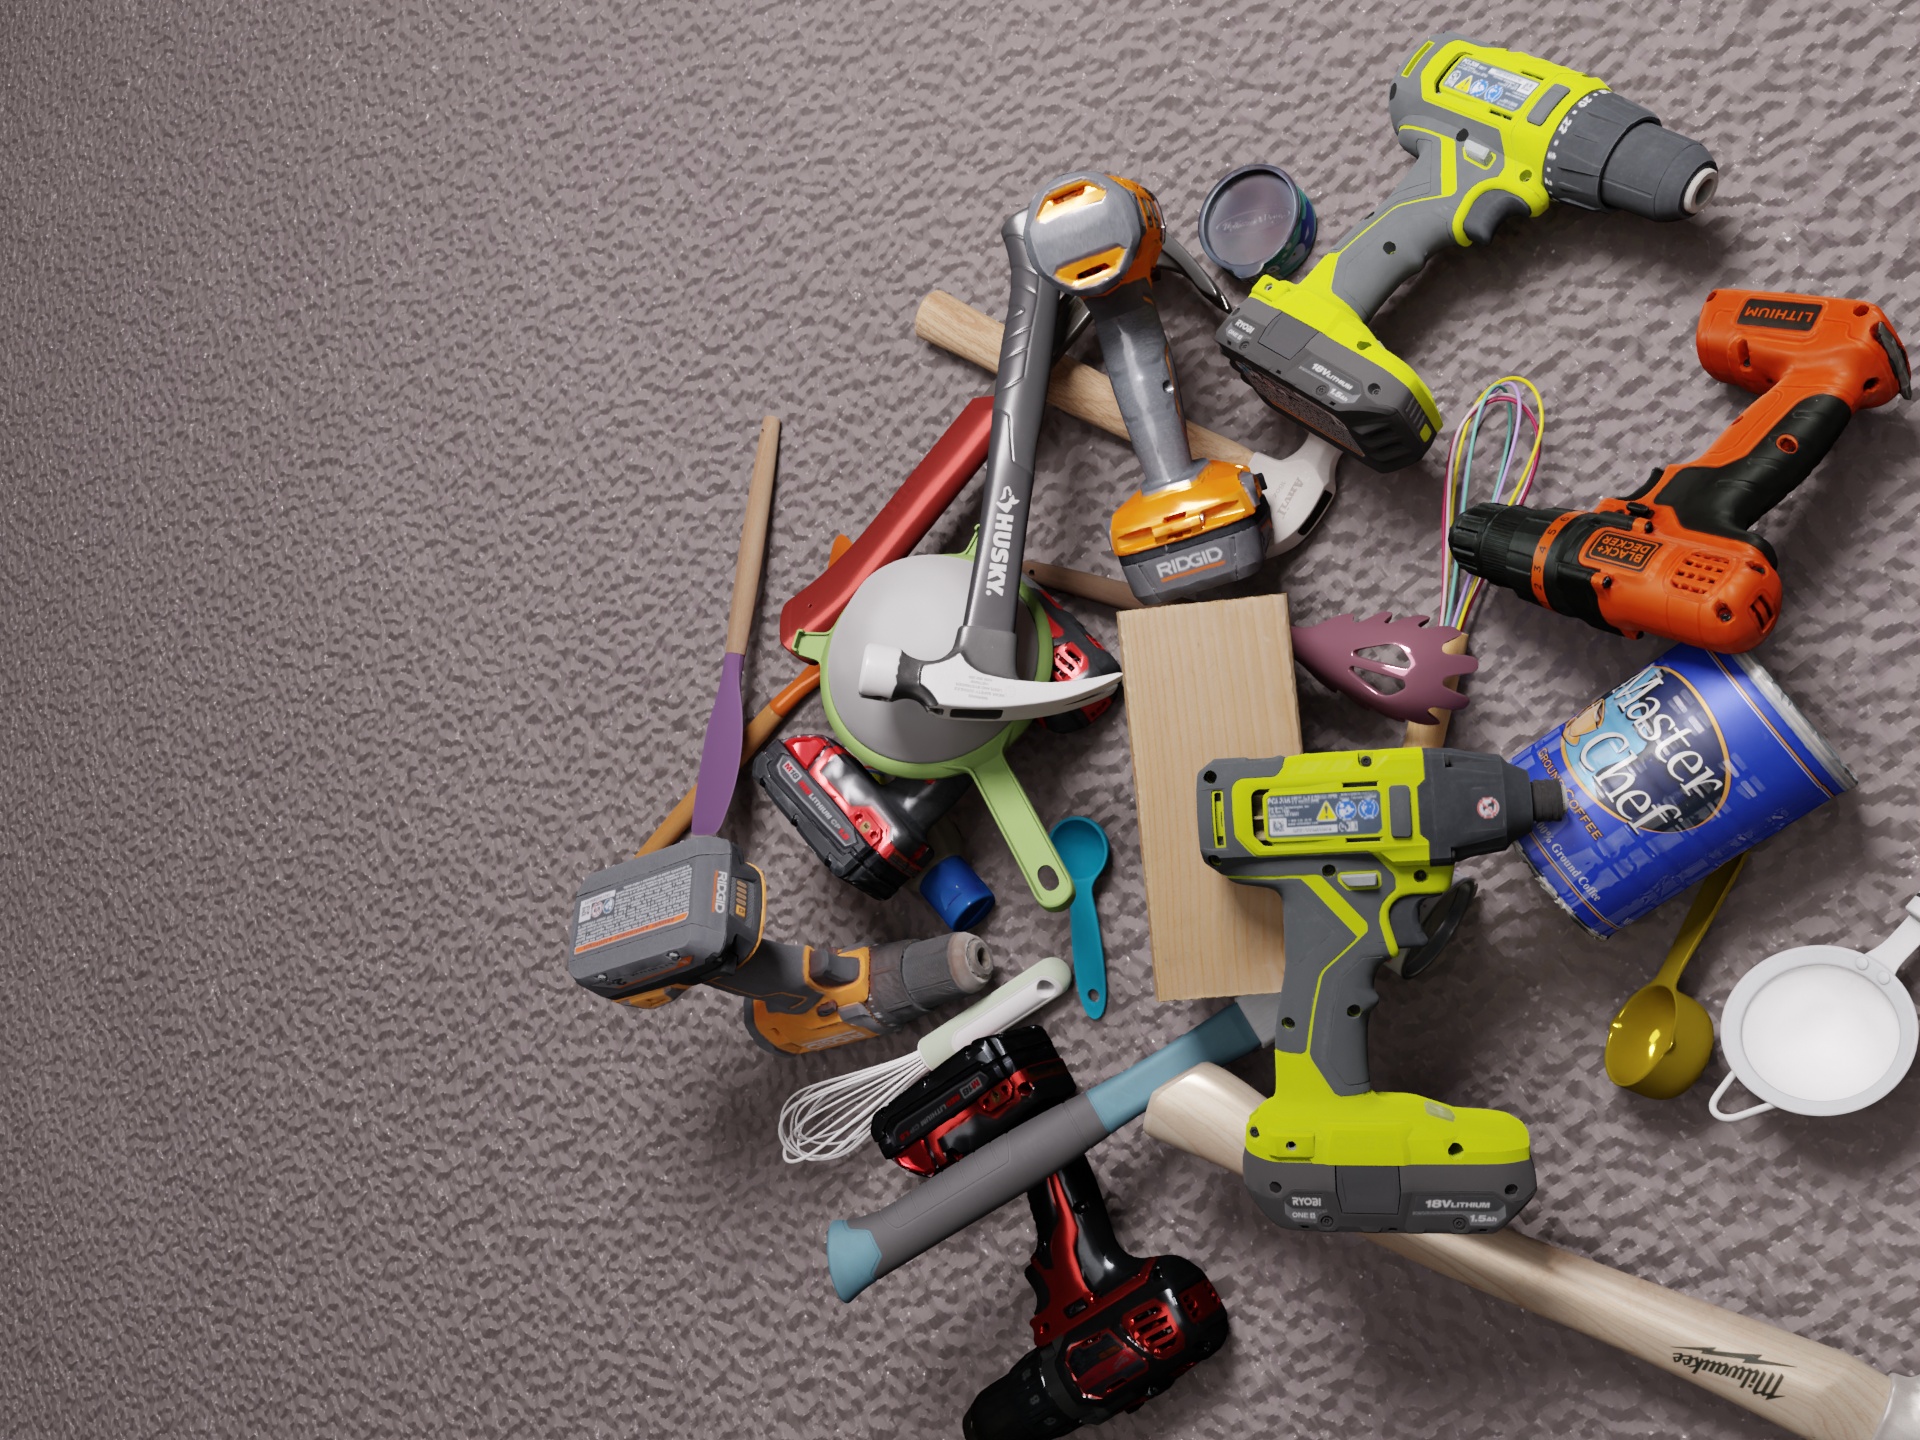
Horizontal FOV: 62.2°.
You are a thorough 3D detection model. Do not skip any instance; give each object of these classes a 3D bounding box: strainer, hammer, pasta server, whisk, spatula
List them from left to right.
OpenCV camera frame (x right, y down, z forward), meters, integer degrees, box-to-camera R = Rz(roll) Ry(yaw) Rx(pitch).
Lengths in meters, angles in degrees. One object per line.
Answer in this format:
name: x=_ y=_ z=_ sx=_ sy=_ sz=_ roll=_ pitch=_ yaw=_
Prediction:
spatula: x=-0.159 y=-0.072 z=1.154 sx=0.060 sy=0.018 sz=0.316 roll=-9 pitch=70 yaw=53
spatula: x=-0.154 y=0.007 z=1.153 sx=0.322 sy=0.041 sz=0.081 roll=-47 pitch=57 yaw=21
whisk: x=-0.026 y=0.225 z=1.045 sx=0.246 sy=0.059 sz=0.057 roll=-36 pitch=105 yaw=20
strainer: x=-0.001 y=-0.003 z=0.940 sx=0.151 sy=0.069 sz=0.257 roll=-30 pitch=63 yaw=4
hammer: x=0.010 y=-0.173 z=1.027 sx=0.359 sy=0.036 sz=0.149 roll=-50 pitch=60 yaw=13
hammer: x=0.037 y=-0.159 z=0.943 sx=0.146 sy=0.035 sz=0.335 roll=9 pitch=73 yaw=-2
hammer: x=0.067 y=0.232 z=0.916 sx=0.331 sy=0.033 sz=0.128 roll=-31 pitch=70 yaw=0
hammer: x=0.093 y=-0.202 z=1.025 sx=0.332 sy=0.031 sz=0.130 roll=34 pitch=102 yaw=31
pasta server: x=0.156 y=-0.060 z=0.953 sx=0.316 sy=0.040 sz=0.060 roll=20 pitch=105 yaw=43
whisk: x=0.280 y=-0.071 z=0.886 sx=0.047 sy=0.051 sz=0.245 roll=14 pitch=95 yaw=27
hammer: x=0.283 y=0.287 z=0.804 sx=0.411 sy=0.038 sz=0.146 roll=20 pitch=96 yaw=22
strainer: x=0.456 y=0.099 z=0.754 sx=0.258 sy=0.050 sz=0.087 roll=-52 pitch=37 yaw=10

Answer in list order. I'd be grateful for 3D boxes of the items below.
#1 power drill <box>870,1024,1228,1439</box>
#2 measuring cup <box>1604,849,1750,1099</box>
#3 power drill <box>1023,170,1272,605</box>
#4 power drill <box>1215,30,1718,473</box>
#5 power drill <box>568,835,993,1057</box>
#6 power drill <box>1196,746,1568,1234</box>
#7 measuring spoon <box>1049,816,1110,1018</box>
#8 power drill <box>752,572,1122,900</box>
power drill: x=0.036 y=0.324 z=0.978 sx=0.188 sy=0.080 sz=0.227 roll=-41 pitch=68 yaw=23
measuring cup: x=0.378 y=0.120 z=0.805 sx=0.029 sy=0.062 sz=0.156 roll=29 pitch=87 yaw=-3
power drill: x=0.107 y=-0.193 z=0.893 sx=0.084 sy=0.164 sz=0.226 roll=-16 pitch=103 yaw=18
power drill: x=0.269 y=-0.254 z=0.865 sx=0.228 sy=0.080 sz=0.191 roll=-51 pitch=51 yaw=5
power drill: x=-0.106 y=0.148 z=1.000 sx=0.185 sy=0.226 sz=0.084 roll=-20 pitch=55 yaw=30
power drill: x=0.208 y=0.125 z=0.770 sx=0.171 sy=0.080 sz=0.223 roll=-4 pitch=89 yaw=15
measuring spoon: x=0.082 y=0.124 z=1.008 sx=0.042 sy=0.021 sz=0.128 roll=-6 pitch=91 yaw=31
power drill: x=-0.018 y=-0.002 z=1.024 sx=0.219 sy=0.078 sz=0.143 roll=-43 pitch=64 yaw=1
